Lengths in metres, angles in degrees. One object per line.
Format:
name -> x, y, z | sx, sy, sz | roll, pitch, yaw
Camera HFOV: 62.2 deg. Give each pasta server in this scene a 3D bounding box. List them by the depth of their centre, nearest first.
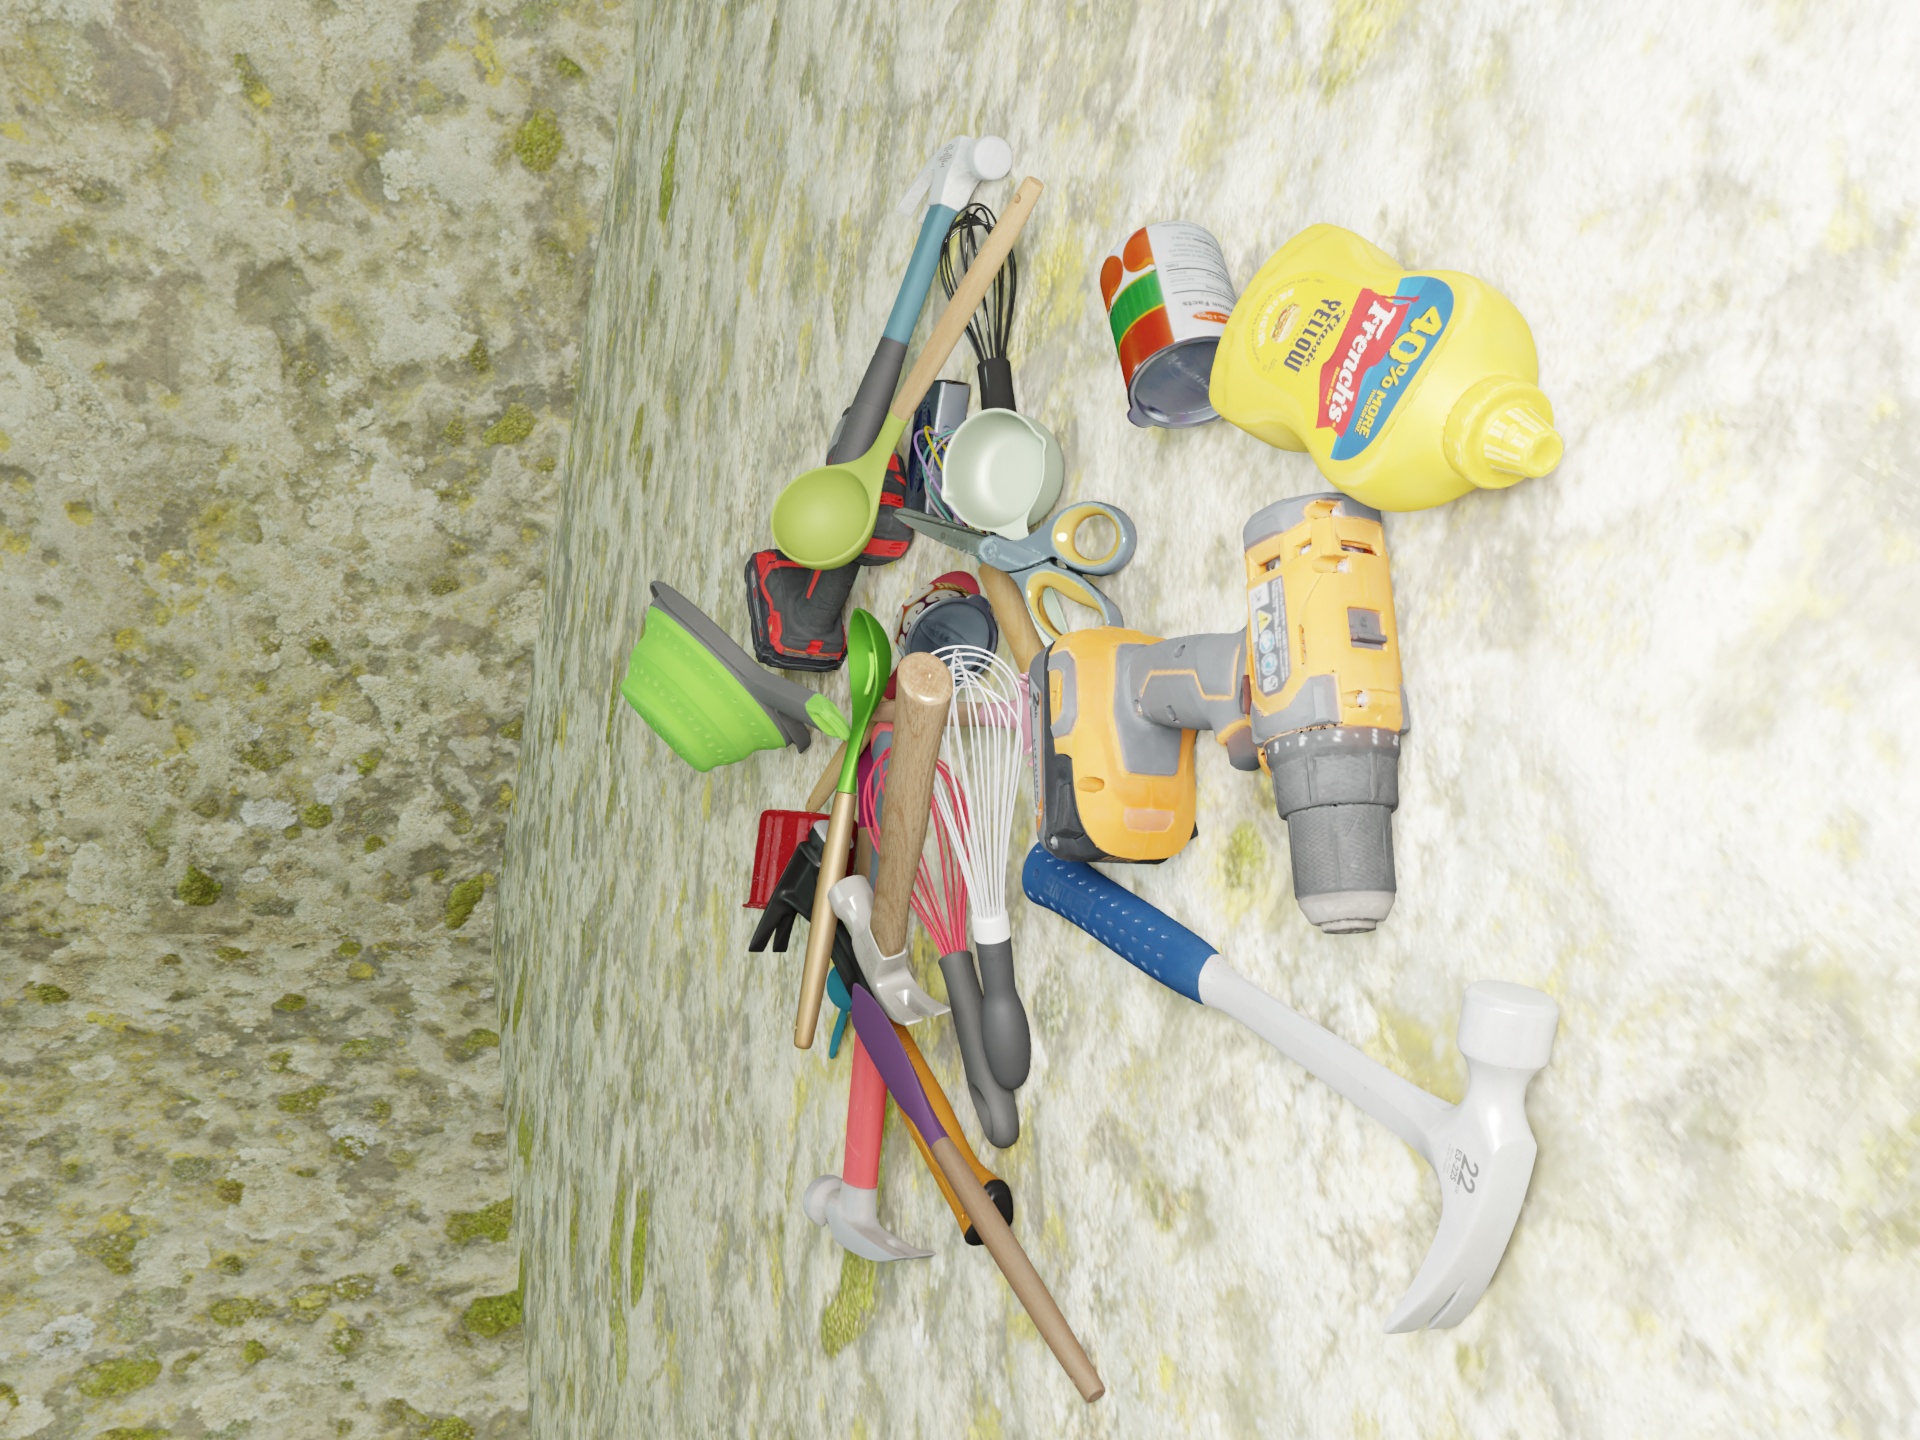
pasta server -> -0.002, -0.003, 1.049 | 0.316, 0.040, 0.060 | 2, 100, 61

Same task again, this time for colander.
colander -> -0.201, -0.007, 1.359 | 0.094, 0.204, 0.397 | -45, 25, -12

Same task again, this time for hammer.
hammer -> 0.125, 0.134, 0.762 | 0.406, 0.035, 0.144 | -153, 69, -66
hammer -> -0.035, 0.077, 0.950 | 0.331, 0.031, 0.130 | 101, 146, -53
hammer -> -0.056, 0.223, 1.104 | 0.127, 0.034, 0.337 | -60, 42, 25
hammer -> -0.053, 0.193, 1.167 | 0.143, 0.038, 0.386 | 1, 85, 58
hammer -> -0.053, -0.268, 1.178 | 0.331, 0.033, 0.128 | -68, 25, 8

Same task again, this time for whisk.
whisk -> 0.013, 0.093, 0.955 | 0.070, 0.070, 0.284 | -151, 52, -66
whisk -> -0.009, 0.140, 1.060 | 0.073, 0.073, 0.296 | -55, 44, 51
whisk -> 0.019, -0.116, 1.065 | 0.047, 0.051, 0.245 | 88, 165, -51
whisk -> 0.019, -0.236, 1.066 | 0.055, 0.055, 0.239 | 147, 119, -63

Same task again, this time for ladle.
ladle -> -0.037, -0.226, 1.064 | 0.078, 0.062, 0.320 | 55, 130, 24
ladle -> -0.063, -0.009, 1.223 | 0.315, 0.031, 0.069 | 127, 142, -48

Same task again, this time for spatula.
spatula -> 0.000, 0.278, 0.977 | 0.316, 0.018, 0.059 | 51, 146, 42

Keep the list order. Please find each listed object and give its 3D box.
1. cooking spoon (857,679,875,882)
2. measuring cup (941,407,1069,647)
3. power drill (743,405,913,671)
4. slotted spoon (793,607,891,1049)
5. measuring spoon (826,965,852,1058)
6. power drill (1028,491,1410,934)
cooking spoon -> -0.074, 0.111, 1.267 | 0.069, 0.017, 0.319 | 148, 123, -65
measuring cup -> 0.045, -0.115, 0.999 | 0.083, 0.038, 0.168 | -25, 80, 32
power drill -> -0.107, -0.150, 1.322 | 0.219, 0.078, 0.143 | -53, 40, 48
slotted spoon -> -0.086, 0.077, 1.129 | 0.070, 0.031, 0.314 | -177, 97, -71
measuring spoon -> -0.104, 0.239, 1.293 | 0.128, 0.021, 0.042 | 106, 165, -45
power drill -> 0.120, 0.016, 0.743 | 0.226, 0.084, 0.185 | -28, 61, 59
